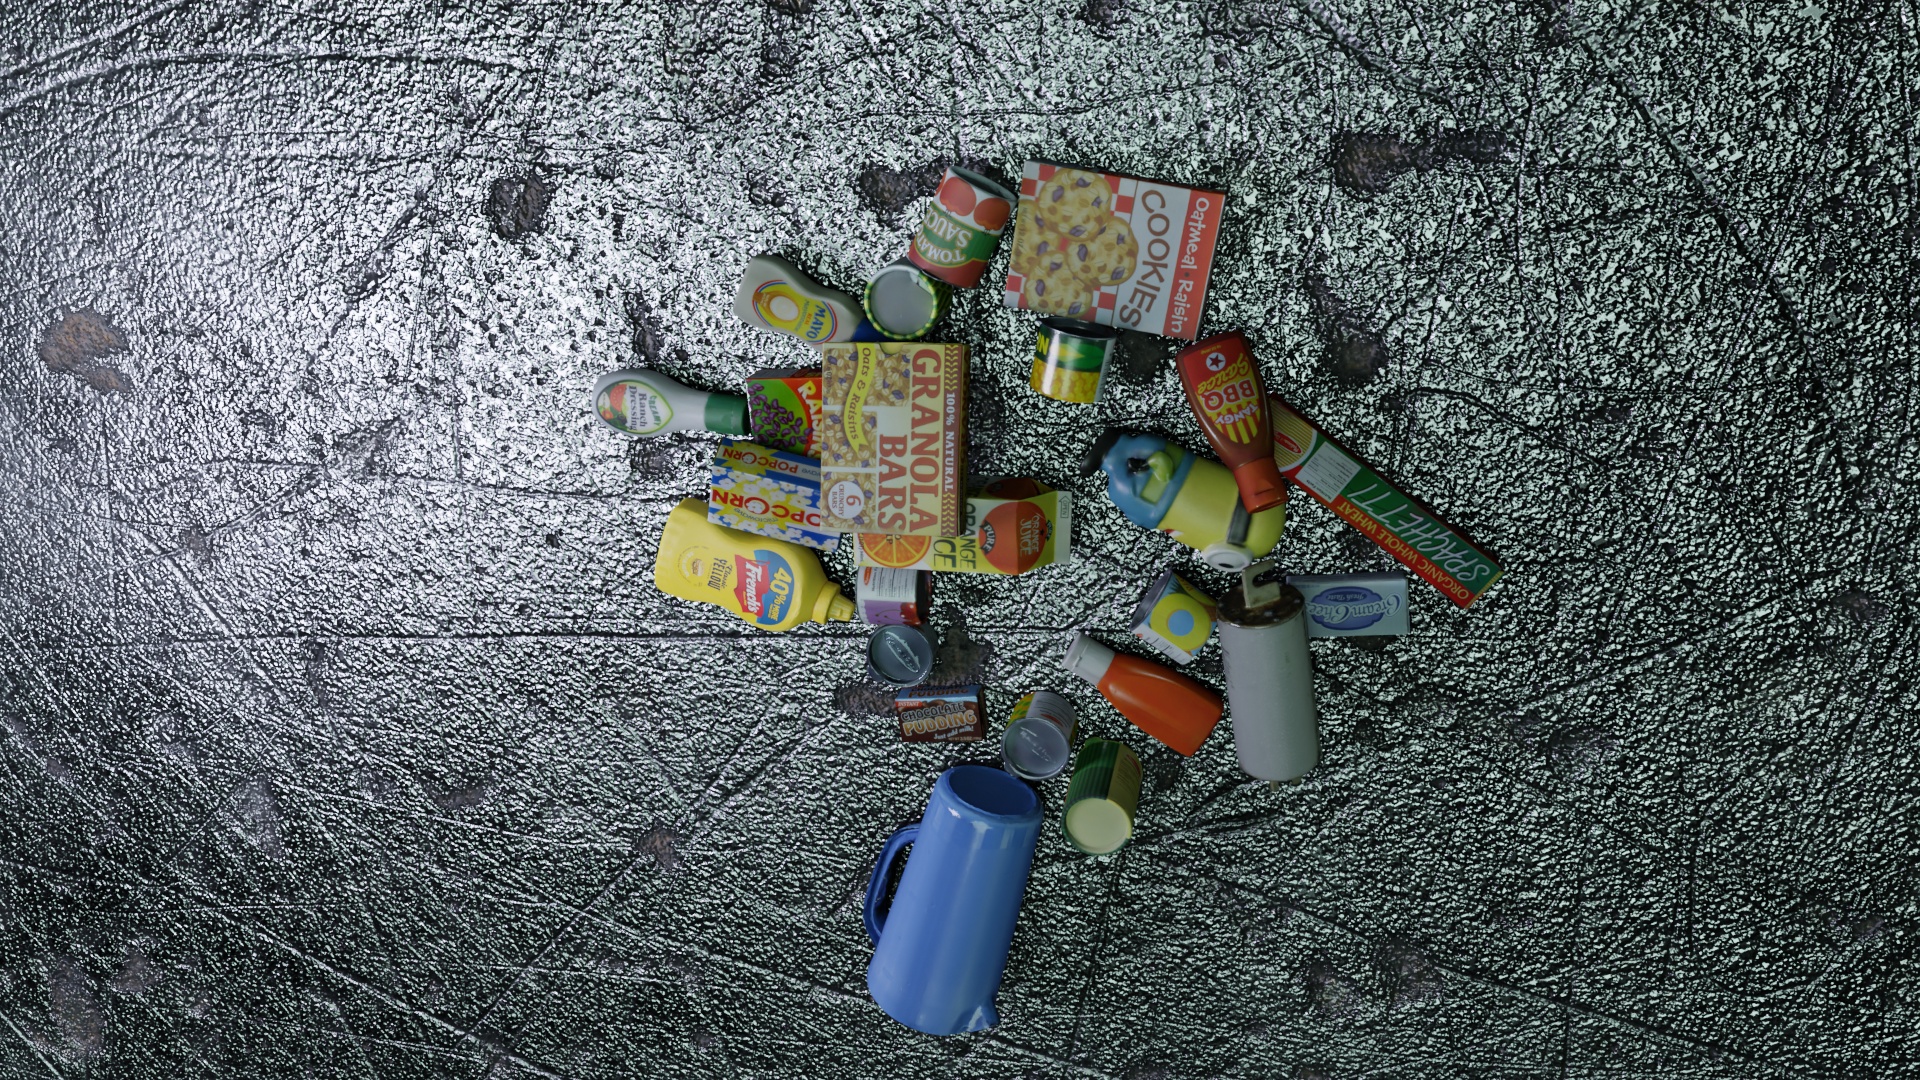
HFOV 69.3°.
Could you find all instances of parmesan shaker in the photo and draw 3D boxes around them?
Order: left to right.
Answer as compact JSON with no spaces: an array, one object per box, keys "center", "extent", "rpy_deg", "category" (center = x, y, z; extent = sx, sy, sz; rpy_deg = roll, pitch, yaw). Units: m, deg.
[{"center":[0.131,0.238,1.297],"extent":[0.071,0.103,0.071],"rpy_deg":[4,110,12],"category":"parmesan shaker"}]

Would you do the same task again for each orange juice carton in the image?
[{"center":[0.004,-0.016,1.252],"extent":[0.193,0.073,0.071],"rpy_deg":[3,109,11],"category":"orange juice carton"}]

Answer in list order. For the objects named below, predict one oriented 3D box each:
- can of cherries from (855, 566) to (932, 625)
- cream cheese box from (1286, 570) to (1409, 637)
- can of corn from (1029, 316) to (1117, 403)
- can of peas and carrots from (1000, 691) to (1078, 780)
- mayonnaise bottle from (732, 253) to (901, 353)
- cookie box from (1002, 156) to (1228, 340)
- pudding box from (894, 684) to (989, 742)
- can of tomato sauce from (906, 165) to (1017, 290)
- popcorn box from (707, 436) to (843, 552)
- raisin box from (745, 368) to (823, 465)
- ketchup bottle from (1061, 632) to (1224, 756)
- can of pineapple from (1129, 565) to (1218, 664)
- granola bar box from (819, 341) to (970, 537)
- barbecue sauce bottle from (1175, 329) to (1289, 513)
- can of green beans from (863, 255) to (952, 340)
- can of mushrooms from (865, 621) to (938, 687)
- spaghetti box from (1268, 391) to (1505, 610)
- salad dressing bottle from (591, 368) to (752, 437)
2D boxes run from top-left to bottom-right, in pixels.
[{"center":[-0.061,0.046,1.296],"extent":[0.058,0.072,0.071],"rpy_deg":[1,109,12],"category":"can of cherries"},{"center":[0.342,0.056,1.228],"extent":[0.104,0.024,0.053],"rpy_deg":[-3,109,14],"category":"cream cheese box"},{"center":[0.093,-0.155,1.187],"extent":[0.071,0.071,0.058],"rpy_deg":[14,112,8],"category":"can of corn"},{"center":[0.074,0.186,1.316],"extent":[0.071,0.059,0.070],"rpy_deg":[4,111,12],"category":"can of peas and carrots"},{"center":[-0.125,-0.198,1.234],"extent":[0.148,0.041,0.064],"rpy_deg":[26,113,2],"category":"mayonnaise bottle"},{"center":[0.129,-0.244,1.162],"extent":[0.167,0.040,0.122],"rpy_deg":[12,111,9],"category":"cookie box"},{"center":[-0.018,0.167,1.345],"extent":[0.084,0.030,0.049],"rpy_deg":[-3,108,13],"category":"pudding box"},{"center":[0.000,-0.263,1.168],"extent":[0.071,0.071,0.082],"rpy_deg":[28,112,2],"category":"can of tomato sauce"},{"center":[-0.164,-0.041,1.272],"extent":[0.127,0.038,0.084],"rpy_deg":[14,142,-4],"category":"popcorn box"},{"center":[-0.127,-0.112,1.267],"extent":[0.123,0.040,0.085],"rpy_deg":[0,109,14],"category":"raisin box"},{"center":[0.166,0.138,1.286],"extent":[0.149,0.044,0.064],"rpy_deg":[30,112,1],"category":"ketchup bottle"},{"center":[0.194,0.067,1.244],"extent":[0.058,0.071,0.070],"rpy_deg":[34,113,-1],"category":"can of pineapple"},{"center":[-0.056,-0.087,1.194],"extent":[0.124,0.039,0.165],"rpy_deg":[2,95,11],"category":"granola bar box"},{"center":[0.231,-0.097,1.158],"extent":[0.065,0.043,0.148],"rpy_deg":[-20,79,9],"category":"barbecue sauce bottle"},{"center":[-0.045,-0.210,1.203],"extent":[0.071,0.058,0.071],"rpy_deg":[4,110,11],"category":"can of green beans"},{"center":[-0.057,0.105,1.331],"extent":[0.071,0.033,0.070],"rpy_deg":[4,110,11],"category":"can of mushrooms"},{"center":[0.351,-0.034,1.192],"extent":[0.250,0.029,0.050],"rpy_deg":[36,113,-2],"category":"spaghetti box"},{"center":[-0.266,-0.124,1.291],"extent":[0.148,0.044,0.064],"rpy_deg":[8,112,10],"category":"salad dressing bottle"}]
